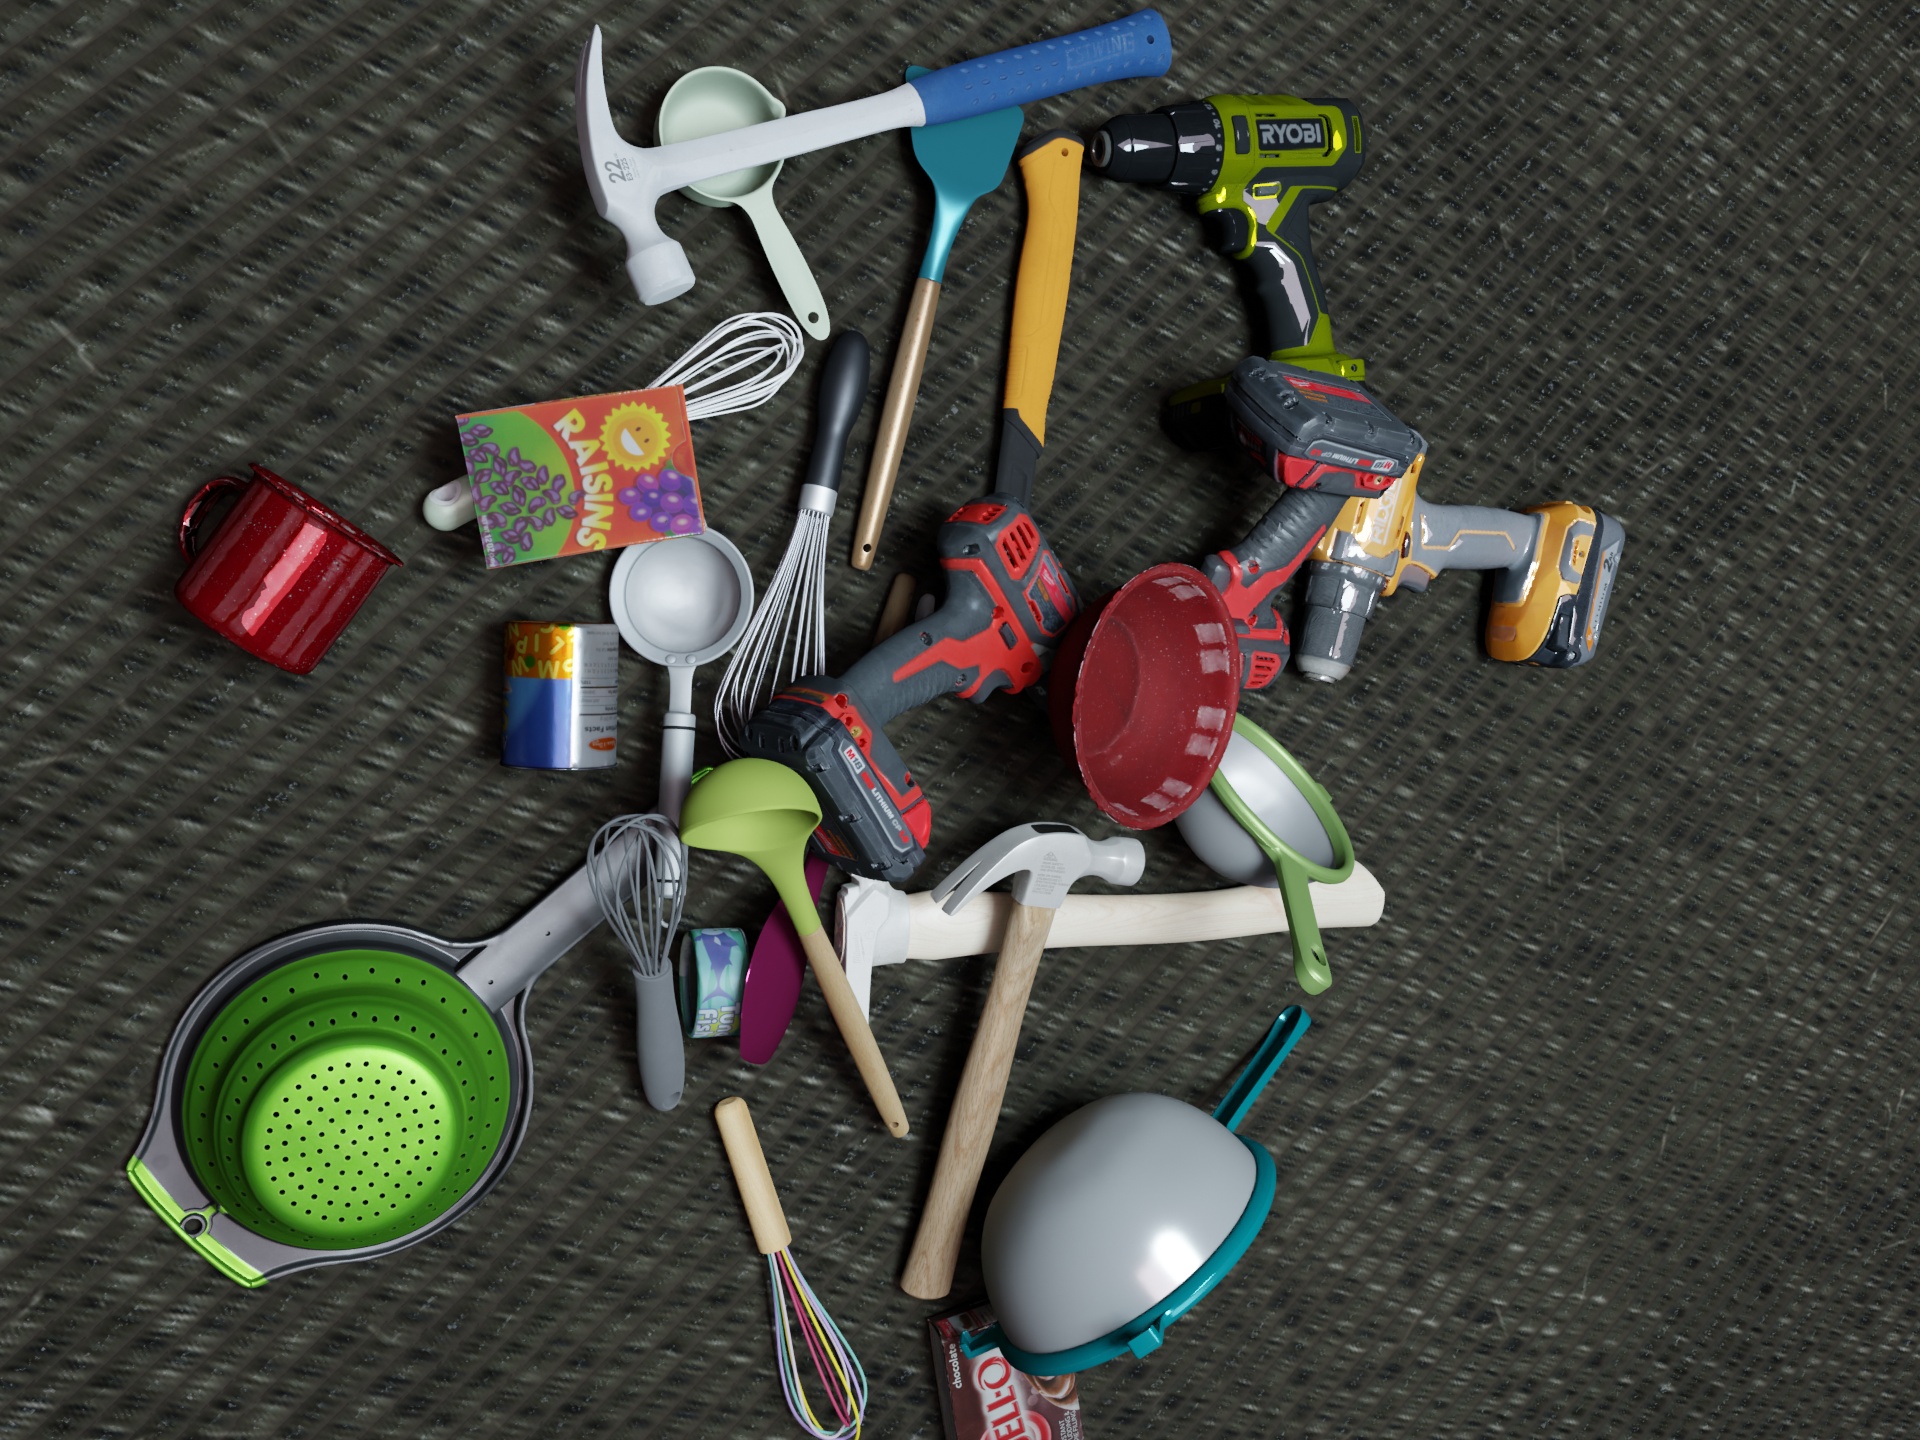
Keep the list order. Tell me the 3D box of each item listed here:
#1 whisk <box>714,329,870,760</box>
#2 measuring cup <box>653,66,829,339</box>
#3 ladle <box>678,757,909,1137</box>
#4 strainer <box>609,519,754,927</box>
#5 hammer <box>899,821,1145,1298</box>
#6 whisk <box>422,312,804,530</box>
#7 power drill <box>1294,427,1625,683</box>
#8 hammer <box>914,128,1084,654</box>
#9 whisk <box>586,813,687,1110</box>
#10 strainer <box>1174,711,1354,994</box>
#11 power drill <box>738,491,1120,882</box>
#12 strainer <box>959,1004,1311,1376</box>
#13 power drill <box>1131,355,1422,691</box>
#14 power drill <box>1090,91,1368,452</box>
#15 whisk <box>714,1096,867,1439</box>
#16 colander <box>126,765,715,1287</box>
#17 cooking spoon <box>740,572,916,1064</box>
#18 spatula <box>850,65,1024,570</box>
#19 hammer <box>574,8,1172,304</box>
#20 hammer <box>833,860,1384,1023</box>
[{"bbox_3d":[-0.096,-0.103,0.977,0.070,0.070,0.285,14,84,-22],"label":"whisk"},{"bbox_3d":[-0.125,-0.304,0.954,0.083,0.038,0.167,-32,107,-16],"label":"measuring cup"},{"bbox_3d":[-0.081,0.149,0.934,0.078,0.062,0.319,-13,125,8],"label":"ladle"},{"bbox_3d":[-0.167,-0.007,0.944,0.087,0.050,0.258,2,85,3],"label":"strainer"},{"bbox_3d":[0.016,0.223,1.027,0.130,0.031,0.331,10,102,-27],"label":"hammer"},{"bbox_3d":[-0.200,-0.173,0.933,0.246,0.058,0.059,-29,145,-13],"label":"whisk"},{"bbox_3d":[0.348,-0.097,1.140,0.226,0.084,0.185,15,89,-18],"label":"power drill"},{"bbox_3d":[0.051,-0.210,1.033,0.127,0.034,0.337,6,93,-21],"label":"hammer"},{"bbox_3d":[-0.180,0.146,0.920,0.055,0.055,0.238,-13,129,-20],"label":"whisk"},{"bbox_3d":[0.190,0.095,1.032,0.151,0.257,0.069,35,118,-21],"label":"strainer"},{"bbox_3d":[-0.002,-0.003,0.960,0.227,0.080,0.187,-45,121,-25],"label":"power drill"},{"bbox_3d":[0.125,0.272,1.049,0.095,0.211,0.340,53,51,-5],"label":"strainer"},{"bbox_3d":[0.183,-0.114,1.022,0.143,0.079,0.219,3,128,-33],"label":"power drill"},{"bbox_3d":[0.185,-0.299,1.058,0.190,0.080,0.228,-9,95,-22],"label":"power drill"},{"bbox_3d":[-0.108,0.355,1.017,0.051,0.047,0.245,-19,98,-18],"label":"whisk"},{"bbox_3d":[-0.278,0.167,0.903,0.397,0.094,0.204,-41,108,-13],"label":"colander"},{"bbox_3d":[-0.079,0.056,0.984,0.068,0.017,0.319,43,60,-63],"label":"cooking spoon"},{"bbox_3d":[-0.028,-0.251,1.006,0.082,0.044,0.317,13,95,-21],"label":"spatula"},{"bbox_3d":[-0.038,-0.372,0.950,0.405,0.035,0.144,-26,98,-27],"label":"hammer"},{"bbox_3d":[0.112,0.145,1.089,0.410,0.038,0.146,0,96,-22],"label":"hammer"}]
